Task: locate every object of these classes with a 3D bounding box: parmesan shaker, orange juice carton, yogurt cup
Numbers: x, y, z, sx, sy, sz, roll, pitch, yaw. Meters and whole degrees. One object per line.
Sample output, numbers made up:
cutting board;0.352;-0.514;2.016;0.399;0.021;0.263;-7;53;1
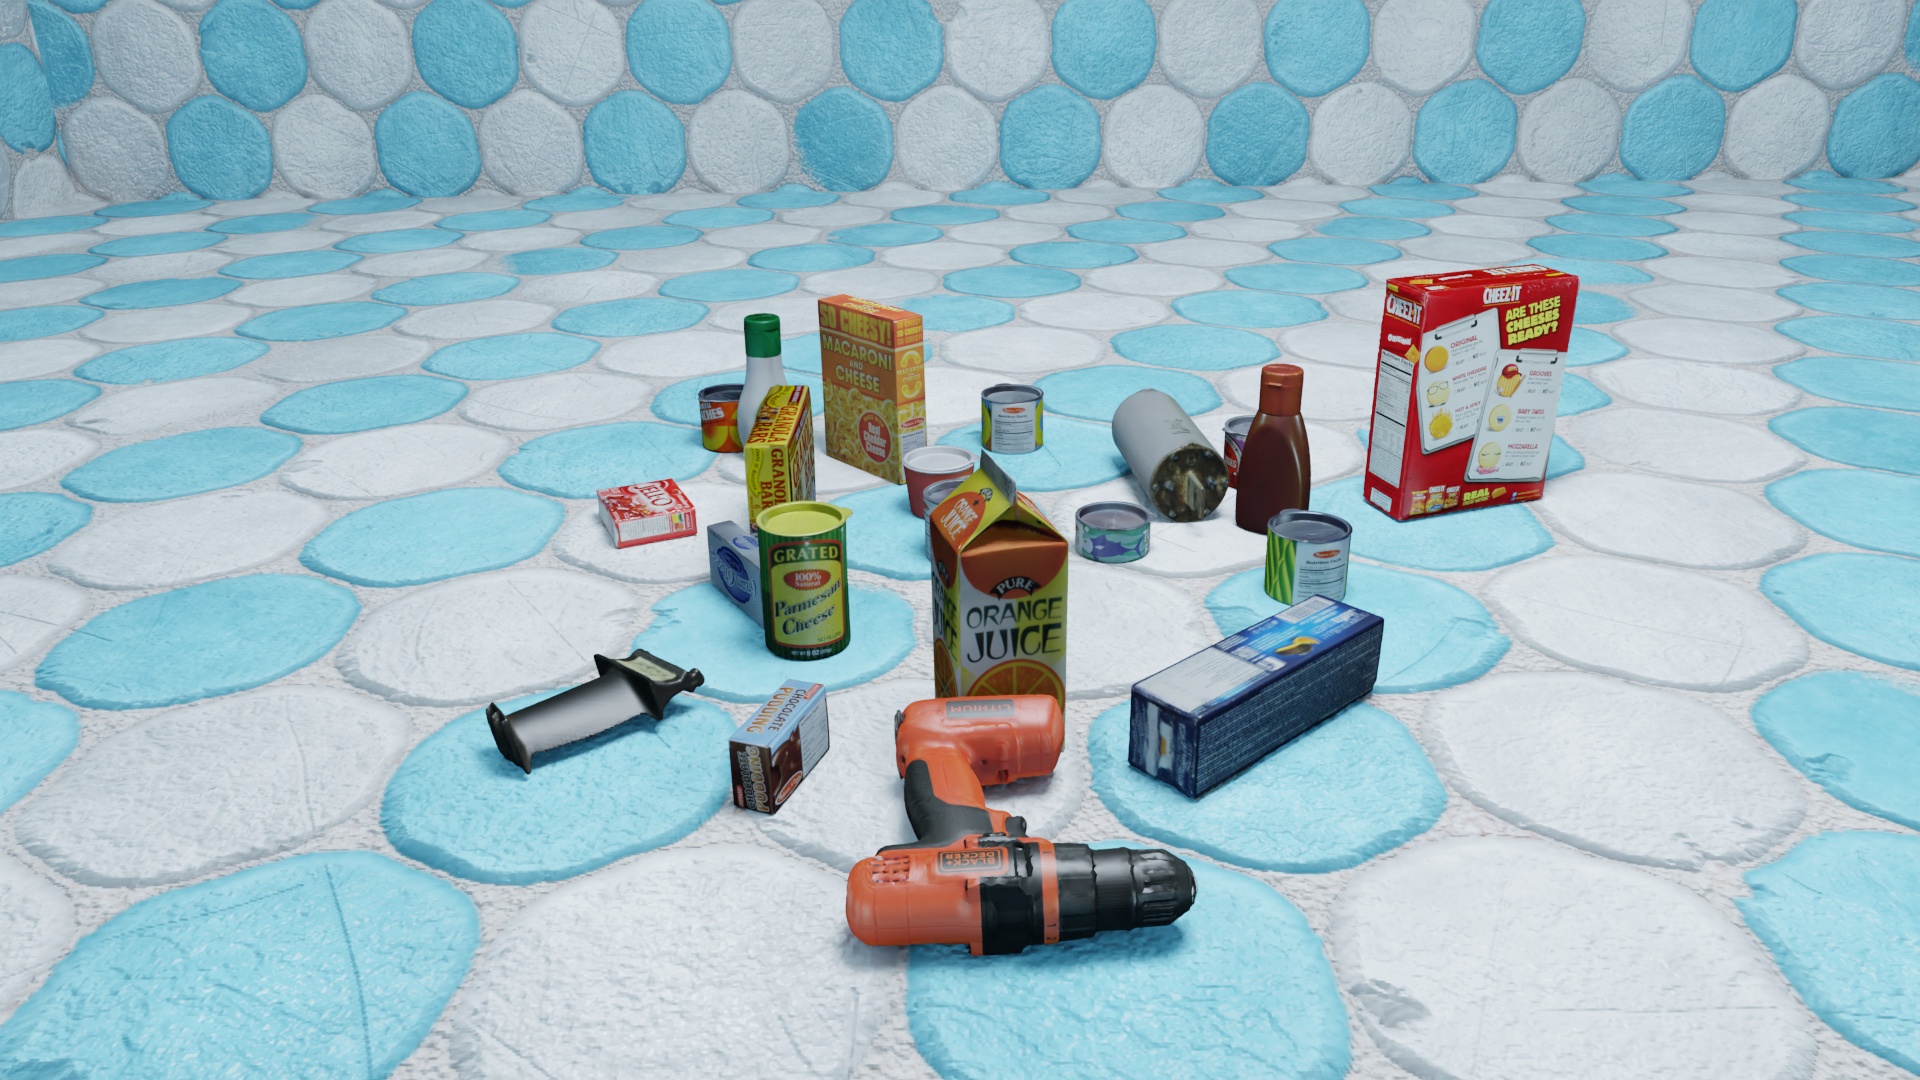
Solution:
parmesan shaker;-0.113;0.030;1.035;0.071;0.102;0.071;-1;23;0
orange juice carton;0.024;0.041;0.892;0.073;0.191;0.072;-7;23;-13
yogurt cup;-0.020;-0.053;1.287;0.072;0.053;0.073;-1;23;0

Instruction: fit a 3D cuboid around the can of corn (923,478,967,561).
can of corn;0.004;-0.015;1.193;0.071;0.058;0.071;-1;23;0

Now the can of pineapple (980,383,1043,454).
can of pineapple;0.054;-0.128;1.457;0.071;0.057;0.071;-1;23;0

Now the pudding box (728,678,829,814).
pudding box;-0.113;0.128;0.873;0.030;0.049;0.084;7;24;18

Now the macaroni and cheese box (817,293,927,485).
macaroni and cheese box;-0.087;-0.152;1.379;0.040;0.165;0.124;-20;29;-38

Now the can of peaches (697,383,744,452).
can of peaches;-0.244;-0.129;1.468;0.071;0.057;0.071;-1;23;0

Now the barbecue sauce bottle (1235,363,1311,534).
barbecue sauce bottle;0.278;-0.080;1.221;0.065;0.148;0.044;13;26;30

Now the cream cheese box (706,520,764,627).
cream cheese box;-0.170;0.026;1.109;0.024;0.053;0.104;-15;27;-30

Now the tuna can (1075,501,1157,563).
tuna can;0.135;-0.007;1.203;0.071;0.032;0.071;-1;23;0

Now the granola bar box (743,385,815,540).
granola bar box;-0.153;-0.052;1.201;0.039;0.123;0.166;-1;23;0

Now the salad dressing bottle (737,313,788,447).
salad dressing bottle;-0.198;-0.156;1.416;0.064;0.147;0.044;-21;30;-39

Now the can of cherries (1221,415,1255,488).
can of cherries;0.285;-0.084;1.346;0.071;0.058;0.072;-1;23;0

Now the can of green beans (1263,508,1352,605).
can of green beans;0.279;0.014;1.116;0.071;0.057;0.071;-1;23;0
